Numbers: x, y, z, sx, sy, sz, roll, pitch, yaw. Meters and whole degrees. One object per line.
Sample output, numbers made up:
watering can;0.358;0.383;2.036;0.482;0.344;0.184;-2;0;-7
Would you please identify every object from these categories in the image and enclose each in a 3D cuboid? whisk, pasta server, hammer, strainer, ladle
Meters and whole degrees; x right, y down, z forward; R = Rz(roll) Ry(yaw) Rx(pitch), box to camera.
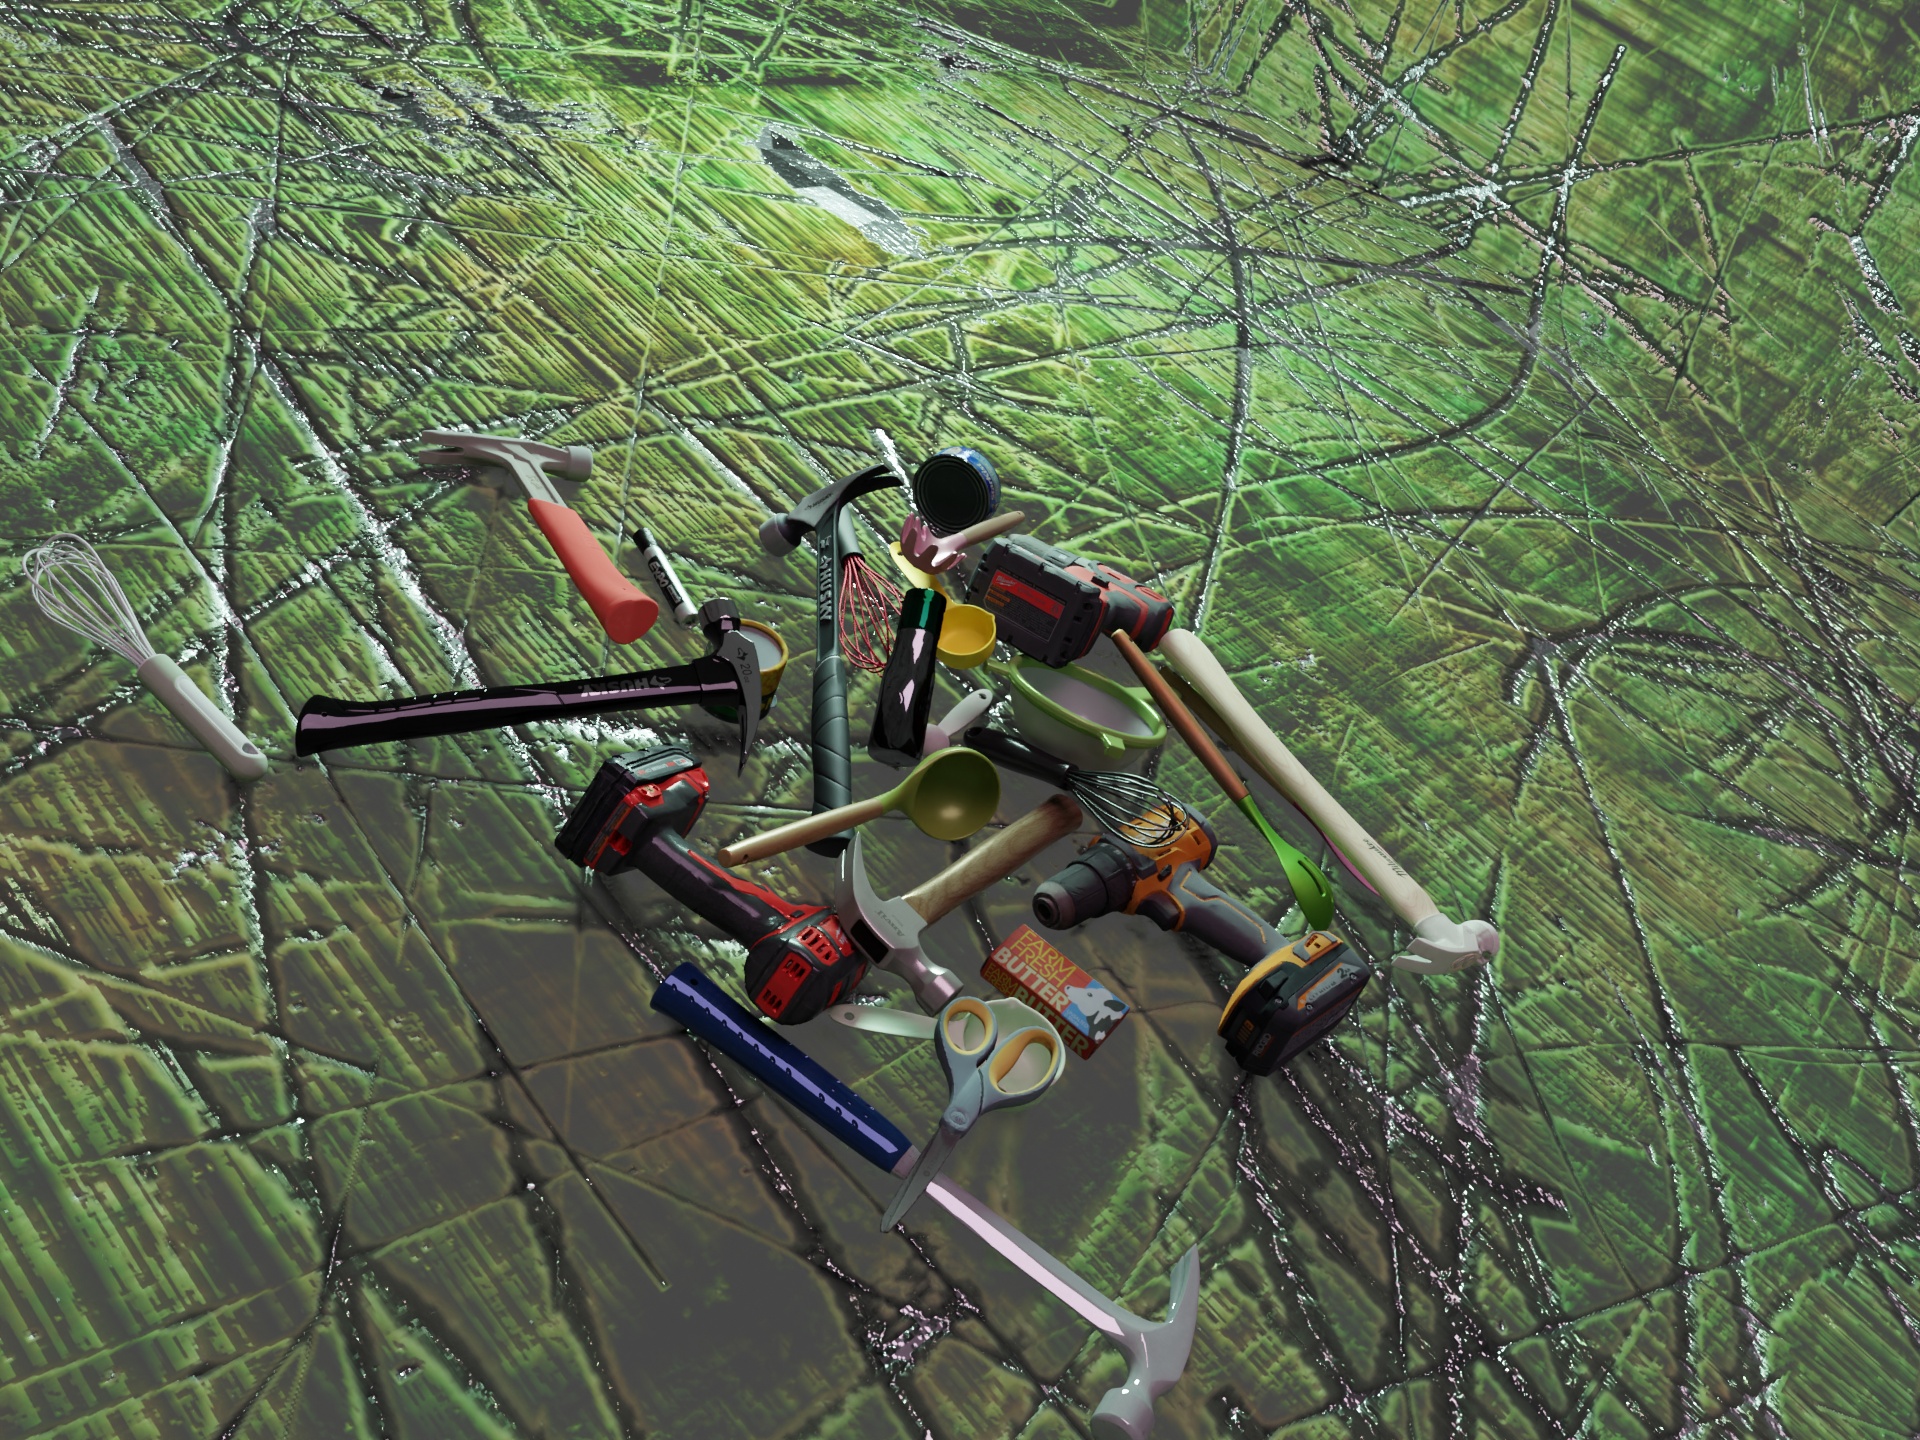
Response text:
whisk;-0.095;-0.134;1.453;0.073;0.073;0.296;6;36;-23
pasta server;0.012;-0.177;1.484;0.060;0.040;0.316;39;23;7
hammer;-0.307;-0.009;1.162;0.334;0.035;0.146;-8;59;-22
hammer;-0.331;-0.156;1.287;0.149;0.036;0.359;1;28;-30
hammer;-0.026;0.284;1.018;0.405;0.035;0.144;35;39;12
hammer;-0.105;-0.056;1.319;0.036;0.149;0.409;39;33;-39
hammer;0.301;0.061;1.411;0.146;0.038;0.411;5;39;-48
strainer;0.126;0.003;1.421;0.152;0.069;0.256;34;20;26
whisk;-0.560;-0.042;1.094;0.246;0.059;0.058;41;13;13
ladle;-0.066;0.072;1.154;0.062;0.078;0.320;21;17;24
whisk;0.086;0.049;1.291;0.055;0.055;0.239;-16;29;-41
hammer;0.013;0.109;1.188;0.130;0.031;0.331;44;27;11

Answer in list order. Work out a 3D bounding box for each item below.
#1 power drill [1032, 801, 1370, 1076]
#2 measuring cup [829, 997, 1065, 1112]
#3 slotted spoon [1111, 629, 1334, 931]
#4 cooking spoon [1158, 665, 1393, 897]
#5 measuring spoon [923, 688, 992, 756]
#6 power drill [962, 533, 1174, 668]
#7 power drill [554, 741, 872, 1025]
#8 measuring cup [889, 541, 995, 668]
power drill;0.180;0.168;1.236;0.185;0.084;0.226;-21;53;-40
measuring cup;-0.012;0.226;1.095;0.167;0.038;0.083;13;40;-9
slotted spoon;0.227;0.047;1.370;0.314;0.031;0.070;54;22;11
cooking spoon;0.295;0.056;1.476;0.068;0.017;0.319;-15;54;-46
measuring spoon;-0.002;-0.004;1.381;0.034;0.018;0.124;35;38;12
power drill;0.084;-0.122;1.484;0.188;0.080;0.226;31;18;20
power drill;-0.155;0.113;1.093;0.220;0.078;0.143;38;15;10
measuring cup;-0.022;-0.102;1.398;0.062;0.029;0.157;-25;53;-15
